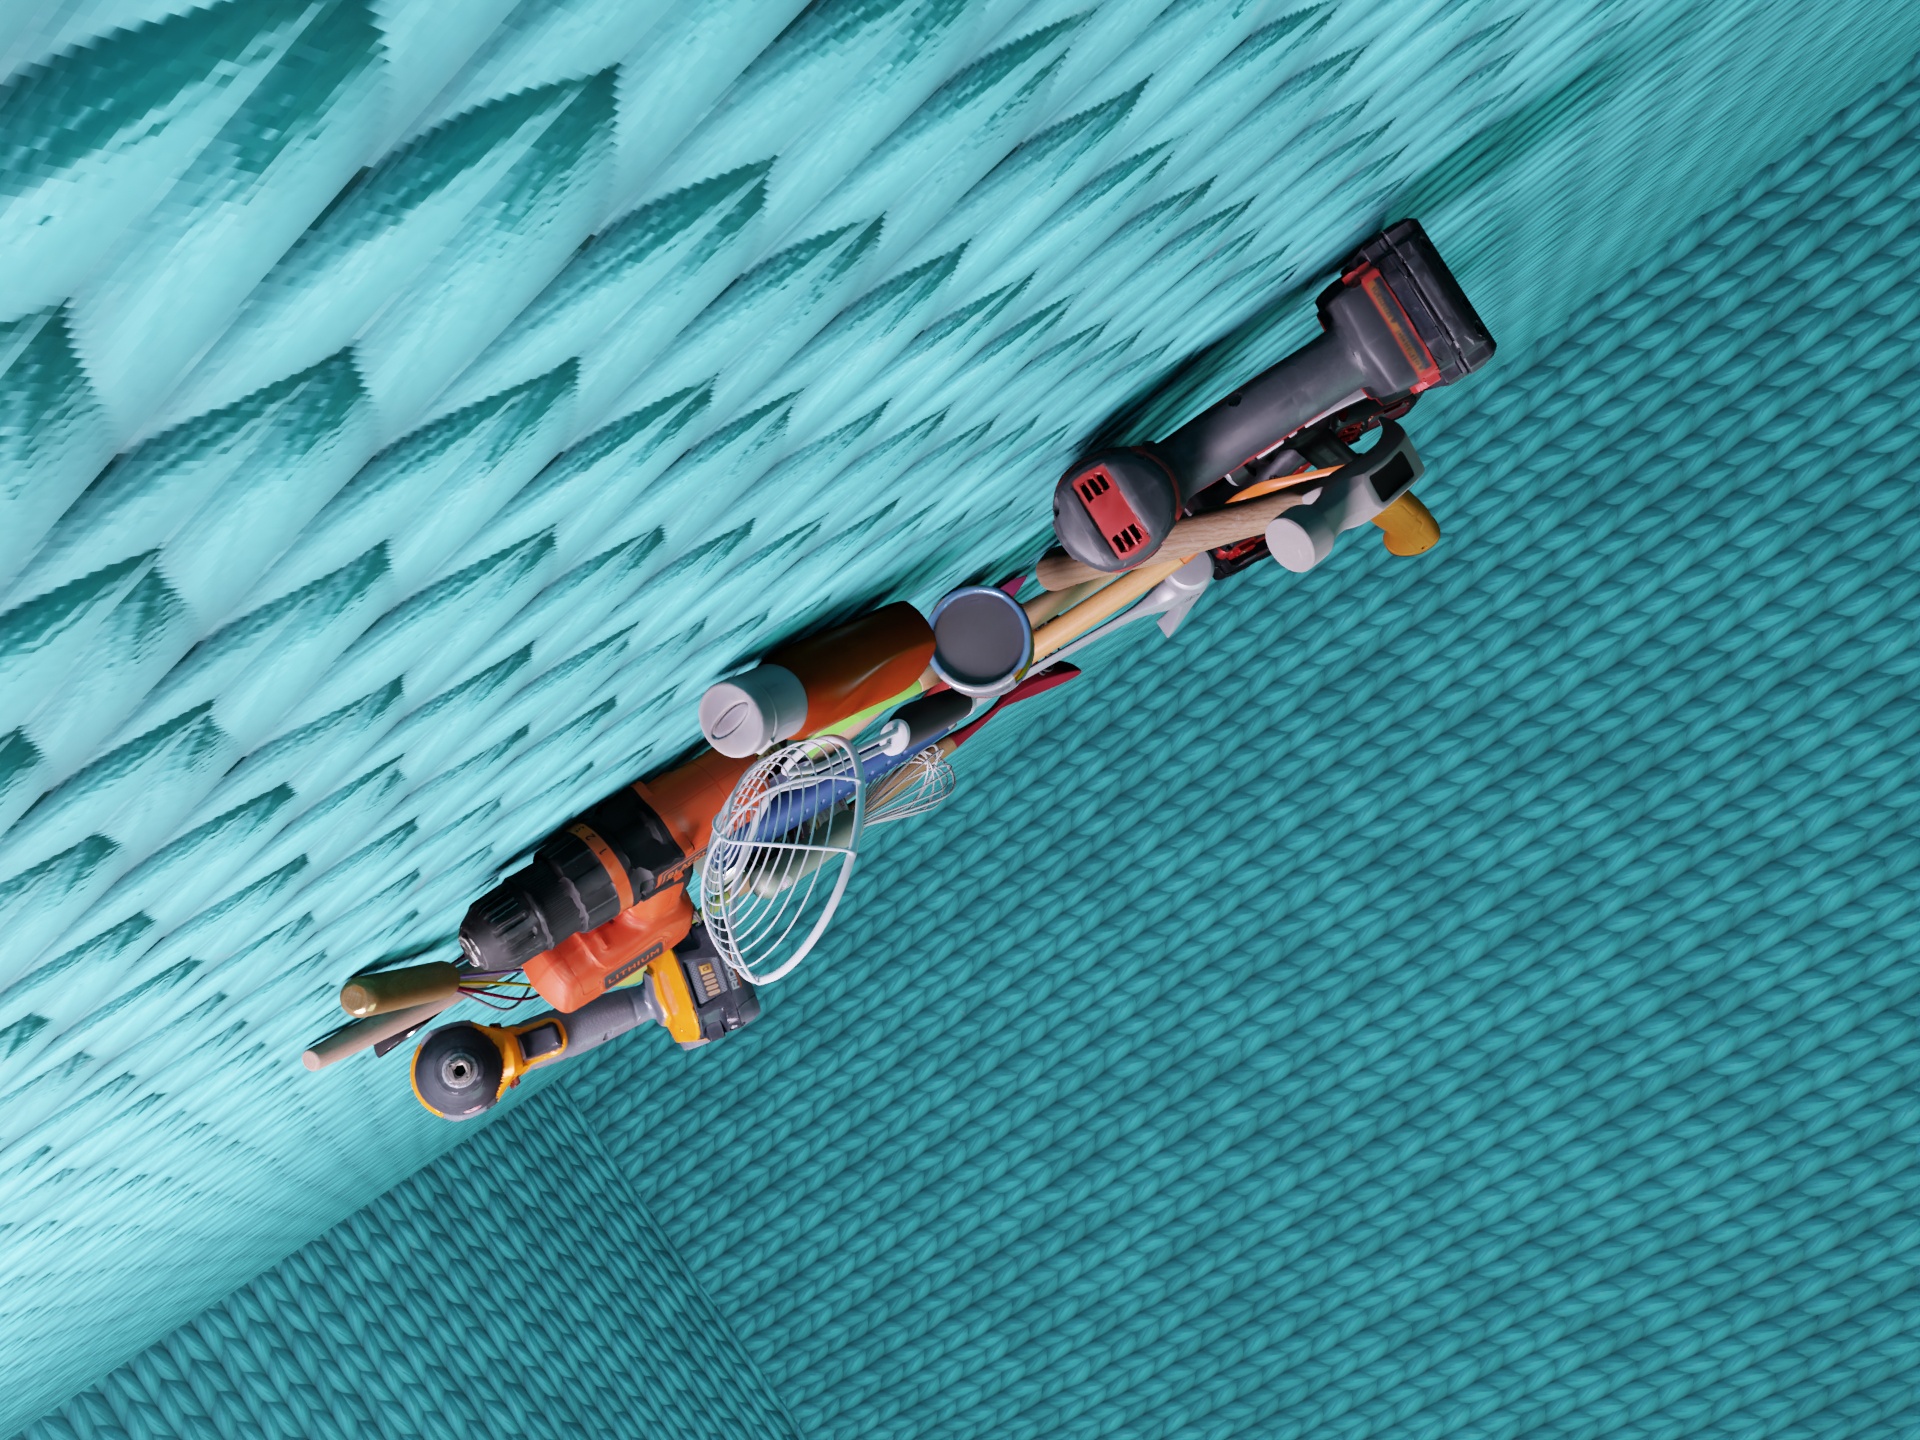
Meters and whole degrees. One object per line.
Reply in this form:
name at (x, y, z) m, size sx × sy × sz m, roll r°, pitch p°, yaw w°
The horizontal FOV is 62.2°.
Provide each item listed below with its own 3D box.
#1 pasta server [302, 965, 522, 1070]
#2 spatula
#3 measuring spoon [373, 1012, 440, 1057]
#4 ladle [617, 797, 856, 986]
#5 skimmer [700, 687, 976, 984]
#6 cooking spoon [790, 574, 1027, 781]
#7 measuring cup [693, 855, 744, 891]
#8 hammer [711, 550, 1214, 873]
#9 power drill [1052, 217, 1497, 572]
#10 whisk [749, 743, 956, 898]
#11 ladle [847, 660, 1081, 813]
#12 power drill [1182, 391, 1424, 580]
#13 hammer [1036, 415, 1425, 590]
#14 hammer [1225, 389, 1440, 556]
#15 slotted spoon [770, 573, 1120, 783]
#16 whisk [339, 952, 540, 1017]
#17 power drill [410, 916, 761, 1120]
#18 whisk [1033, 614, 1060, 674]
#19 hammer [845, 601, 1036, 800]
pasta server at (-0.304, 0.170, 1.042) m, size 0.060 × 0.040 × 0.316 m, roll -26°, pitch 180°, yaw 25°
spatula at (0.127, -0.088, 1.040) m, size 0.322 × 0.041 × 0.081 m, roll -32°, pitch 164°, yaw 17°
measuring spoon at (-0.346, 0.185, 1.050) m, size 0.034 × 0.018 × 0.124 m, roll -38°, pitch -178°, yaw 24°
ladle at (-0.184, 0.124, 1.324) m, size 0.320 × 0.062 × 0.078 m, roll -33°, pitch 166°, yaw -38°
skimmer at (-0.039, 0.040, 0.900) m, size 0.127 × 0.090 × 0.363 m, roll -56°, pitch 170°, yaw 21°
cooking spoon at (-0.069, -0.004, 1.137) m, size 0.319 × 0.017 × 0.069 m, roll -39°, pitch 175°, yaw 26°
measuring cup at (-0.175, 0.112, 1.430) m, size 0.083 × 0.038 × 0.167 m, roll -38°, pitch 174°, yaw 25°
hammer at (-0.002, -0.004, 1.147) m, size 0.405 × 0.035 × 0.144 m, roll -30°, pitch 171°, yaw -2°
power drill at (0.149, -0.156, 0.834) m, size 0.226 × 0.080 × 0.188 m, roll -33°, pitch -176°, yaw 11°
whisk at (-0.080, 0.075, 1.211) m, size 0.246 × 0.059 × 0.057 m, roll -33°, pitch 154°, yaw -51°
ladle at (-0.027, 0.034, 1.354) m, size 0.315 × 0.031 × 0.069 m, roll -35°, pitch 176°, yaw -15°
power drill at (0.258, -0.203, 1.188) m, size 0.143 × 0.078 × 0.219 m, roll -28°, pitch 169°, yaw -30°
hammer at (0.140, -0.112, 0.931) m, size 0.130 × 0.031 × 0.331 m, roll -36°, pitch -167°, yaw -23°
hammer at (0.290, -0.171, 1.117) m, size 0.127 × 0.034 × 0.336 m, roll -30°, pitch 160°, yaw 23°
slotted spoon at (-0.009, -0.037, 1.058) m, size 0.314 × 0.031 × 0.070 m, roll -31°, pitch 170°, yaw -20°
whisk at (-0.284, 0.147, 0.914) m, size 0.051 × 0.047 × 0.245 m, roll -35°, pitch 173°, yaw 3°
power drill at (-0.256, 0.206, 1.074) m, size 0.226 × 0.084 × 0.164 m, roll -18°, pitch 174°, yaw -19°
whisk at (0.068, -0.073, 1.365) m, size 0.055 × 0.055 × 0.239 m, roll -37°, pitch -179°, yaw 12°
hammer at (-0.011, -0.022, 1.312) m, size 0.149 × 0.037 × 0.359 m, roll -34°, pitch 176°, yaw -26°
